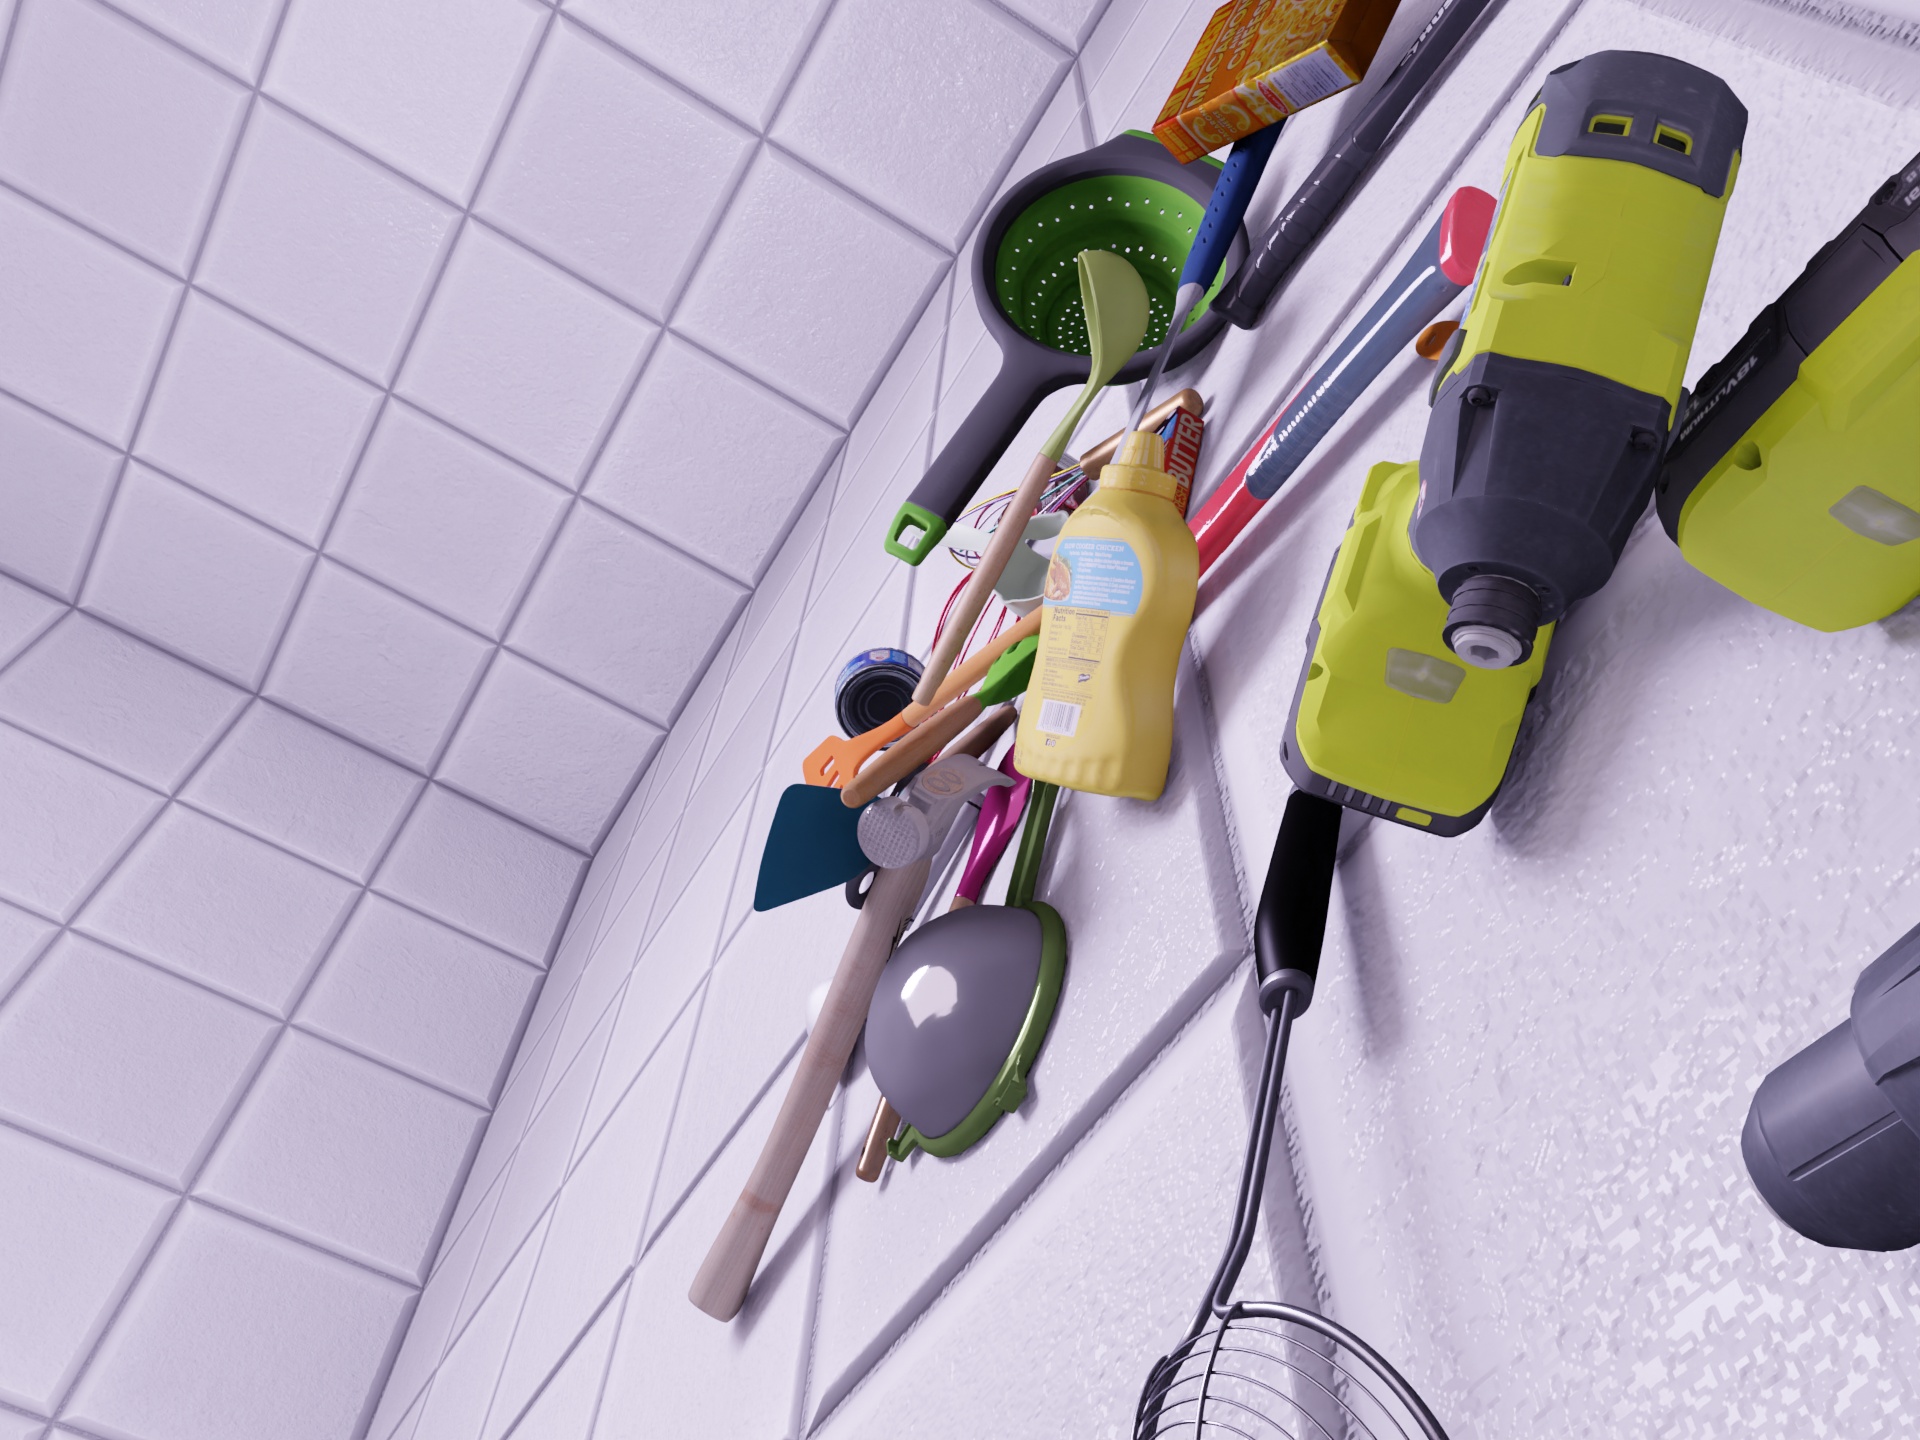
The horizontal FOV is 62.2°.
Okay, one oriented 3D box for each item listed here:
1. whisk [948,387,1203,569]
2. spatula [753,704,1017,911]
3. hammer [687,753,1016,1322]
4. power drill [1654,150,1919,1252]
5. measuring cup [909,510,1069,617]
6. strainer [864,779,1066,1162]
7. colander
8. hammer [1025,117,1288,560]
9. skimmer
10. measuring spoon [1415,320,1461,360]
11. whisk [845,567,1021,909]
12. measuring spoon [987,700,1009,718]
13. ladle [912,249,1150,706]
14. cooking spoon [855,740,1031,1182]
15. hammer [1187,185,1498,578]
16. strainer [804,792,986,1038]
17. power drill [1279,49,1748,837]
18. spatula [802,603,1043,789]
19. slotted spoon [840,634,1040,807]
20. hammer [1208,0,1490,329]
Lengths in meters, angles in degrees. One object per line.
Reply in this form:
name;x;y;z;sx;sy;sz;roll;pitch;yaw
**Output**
whisk;0.081;-0.172;1.162;0.245;0.047;0.051;-29;-6;39
spatula;-0.030;0.035;0.997;0.317;0.044;0.082;-38;-33;-63
hammer;-0.079;0.205;0.978;0.146;0.038;0.410;-27;-37;-62
power drill;0.228;-0.013;0.342;0.190;0.080;0.229;-55;17;40
measuring cup;0.028;-0.118;1.163;0.168;0.038;0.083;21;72;41
strainer;0.004;0.113;0.898;0.151;0.069;0.257;-42;25;53
colander;0.070;-0.257;1.181;0.397;0.204;0.094;-56;-19;-15
hammer;0.147;-0.276;1.068;0.406;0.035;0.144;-66;12;-20
skimmer;0.121;0.145;0.512;0.127;0.090;0.363;-55;5;37
measuring spoon;0.239;-0.176;0.753;0.021;0.011;0.117;-58;11;13
whisk;-0.020;0.012;1.210;0.296;0.073;0.073;-65;13;8
measuring spoon;0.017;0.021;1.155;0.124;0.018;0.034;-59;11;-17
ladle;0.035;-0.156;1.051;0.320;0.062;0.078;-62;6;11
cooking spoon;-0.006;0.136;0.997;0.068;0.017;0.319;-42;24;57
hammer;0.159;-0.136;0.877;0.386;0.038;0.143;-51;16;41
strainer;-0.048;0.143;1.097;0.258;0.050;0.087;-59;-1;-3
power drill;0.156;-0.057;0.478;0.223;0.080;0.171;82;-151;-66
spatula;-0.015;-0.013;1.156;0.322;0.041;0.081;-36;61;30
slotted spoon;-0.002;-0.003;0.968;0.070;0.031;0.314;-45;-3;26
hammer;0.265;-0.385;1.001;0.334;0.035;0.146;-52;18;35
